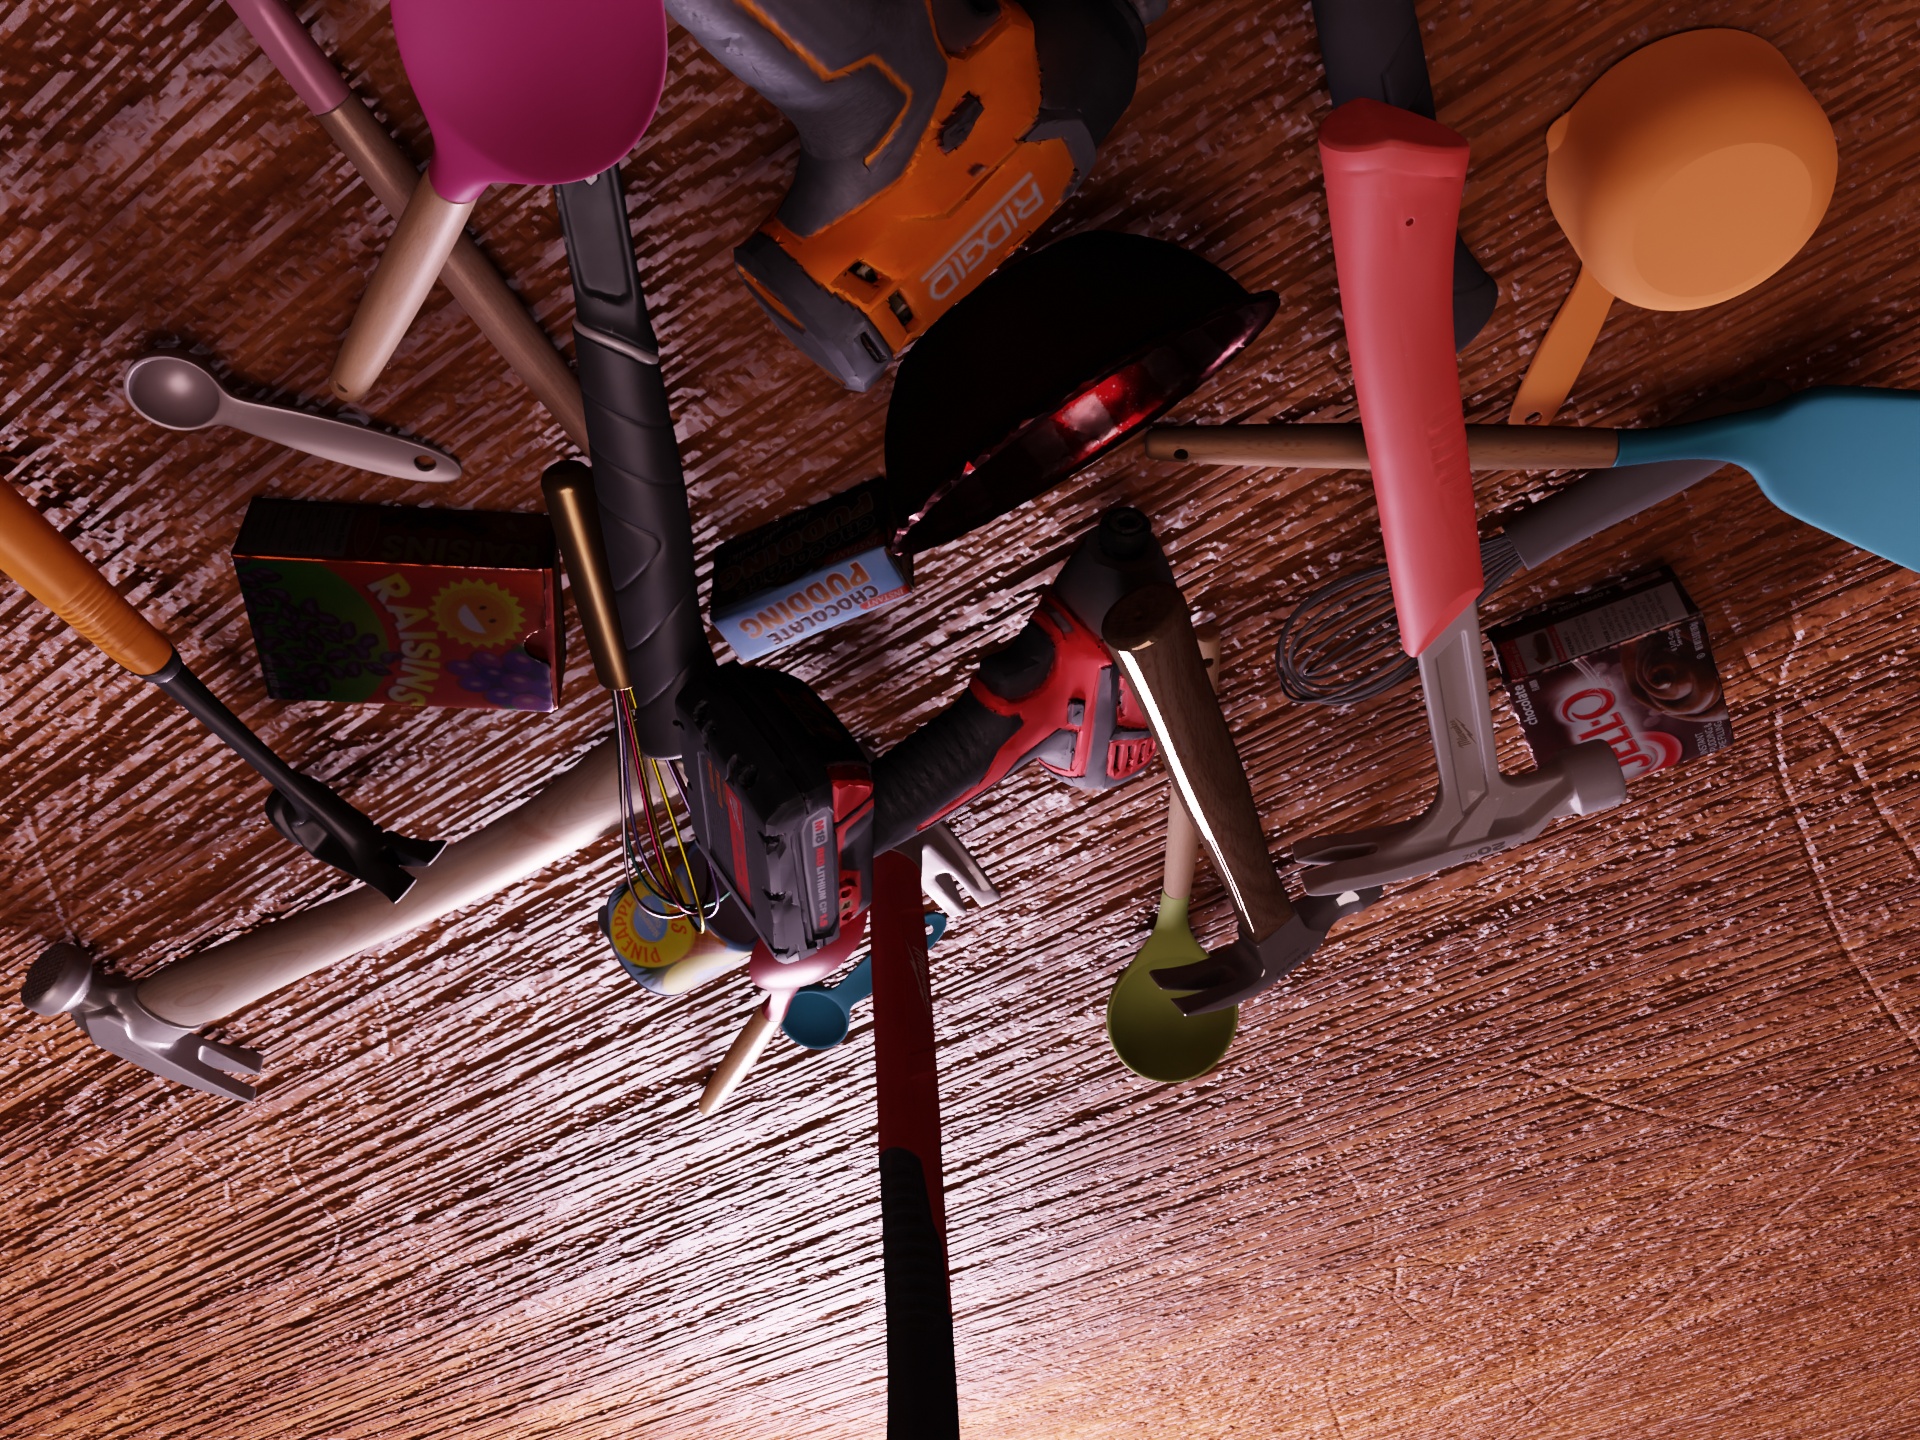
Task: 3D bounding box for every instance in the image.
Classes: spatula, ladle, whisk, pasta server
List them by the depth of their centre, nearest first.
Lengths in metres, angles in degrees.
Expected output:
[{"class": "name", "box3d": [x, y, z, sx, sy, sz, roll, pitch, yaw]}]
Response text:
[{"class": "pasta server", "box3d": [-0.198, -0.180, 0.533, 0.060, 0.040, 0.315, 20, 156, 38]}, {"class": "spatula", "box3d": [0.232, -0.102, 0.625, 0.317, 0.044, 0.082, 1, 137, 6]}, {"class": "whisk", "box3d": [0.240, -0.076, 0.684, 0.239, 0.055, 0.055, -31, 131, 20]}, {"class": "whisk", "box3d": [-0.139, 0.000, 0.691, 0.051, 0.047, 0.244, -5, 126, 4]}, {"class": "ladle", "box3d": [0.119, 0.080, 0.832, 0.078, 0.062, 0.319, -8, 135, -6]}, {"class": "ladle", "box3d": [-0.112, 0.171, 0.894, 0.069, 0.031, 0.315, -20, 159, -30]}]

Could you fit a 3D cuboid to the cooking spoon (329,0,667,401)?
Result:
[{"class": "cooking spoon", "box3d": [-0.155, -0.149, 0.469, 0.068, 0.017, 0.319, 39, 155, -19]}]

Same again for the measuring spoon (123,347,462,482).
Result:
[{"class": "measuring spoon", "box3d": [-0.255, -0.117, 0.617, 0.124, 0.018, 0.034, 14, 134, -29]}]

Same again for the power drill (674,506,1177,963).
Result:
[{"class": "power drill", "box3d": [-0.001, -0.002, 0.664, 0.219, 0.079, 0.143, -25, 144, -24]}]

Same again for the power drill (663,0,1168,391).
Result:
[{"class": "power drill", "box3d": [-0.026, -0.214, 0.439, 0.164, 0.084, 0.226, -44, 148, -1]}]

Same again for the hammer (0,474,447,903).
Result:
[{"class": "hammer", "box3d": [-0.346, -0.044, 0.636, 0.127, 0.034, 0.336, 14, 149, 43]}]

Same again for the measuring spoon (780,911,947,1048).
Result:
[{"class": "measuring spoon", "box3d": [-0.054, 0.144, 0.917, 0.128, 0.021, 0.042, -40, 105, 22]}]

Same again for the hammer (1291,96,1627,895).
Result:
[{"class": "hammer", "box3d": [0.175, -0.065, 0.621, 0.149, 0.037, 0.358, -17, 132, 9]}]

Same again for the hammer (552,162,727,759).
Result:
[{"class": "hammer", "box3d": [-0.125, -0.147, 0.537, 0.149, 0.036, 0.408, -3, 129, -1]}]

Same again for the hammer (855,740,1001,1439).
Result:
[{"class": "hammer", "box3d": [-0.014, 0.191, 0.693, 0.038, 0.387, 0.143, -23, 134, 19]}]

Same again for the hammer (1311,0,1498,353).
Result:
[{"class": "hammer", "box3d": [0.115, -0.243, 0.496, 0.146, 0.035, 0.334, -18, 136, 13]}]

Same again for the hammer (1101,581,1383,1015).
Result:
[{"class": "hammer", "box3d": [0.121, 0.046, 0.740, 0.130, 0.031, 0.331, -39, 142, -5]}]

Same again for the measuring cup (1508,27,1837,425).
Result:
[{"class": "measuring cup", "box3d": [0.248, -0.158, 0.584, 0.095, 0.052, 0.173, 5, 136, -10]}]

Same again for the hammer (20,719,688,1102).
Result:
[{"class": "hammer", "box3d": [-0.291, 0.101, 0.831, 0.410, 0.038, 0.146, -24, 135, 20]}]
